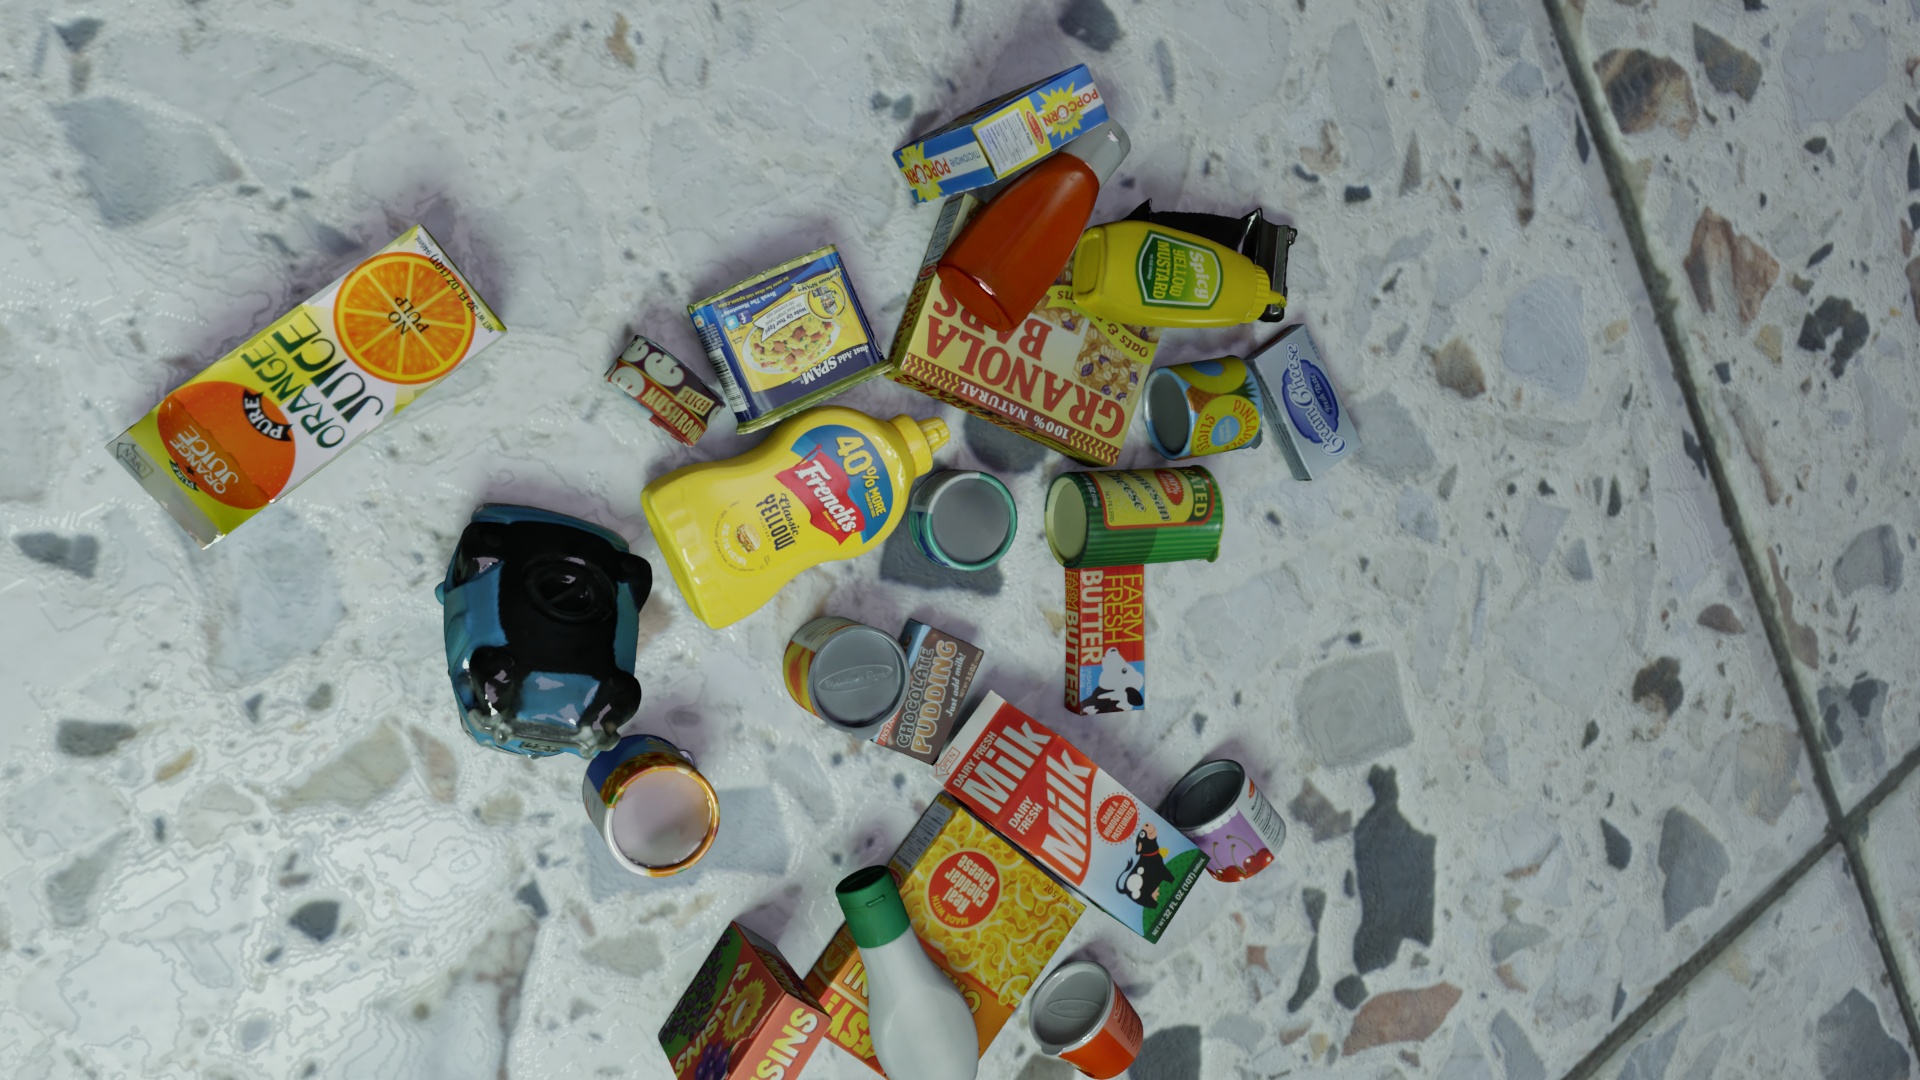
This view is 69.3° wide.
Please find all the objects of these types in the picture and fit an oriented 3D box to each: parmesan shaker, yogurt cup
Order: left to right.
[{"bbox_3d":[0.089,0.331,0.950,0.072,0.072,0.054,-47,117,-13],"label":"yogurt cup"},{"bbox_3d":[0.117,-0.014,0.936,0.103,0.071,0.071,-4,95,-23],"label":"parmesan shaker"}]

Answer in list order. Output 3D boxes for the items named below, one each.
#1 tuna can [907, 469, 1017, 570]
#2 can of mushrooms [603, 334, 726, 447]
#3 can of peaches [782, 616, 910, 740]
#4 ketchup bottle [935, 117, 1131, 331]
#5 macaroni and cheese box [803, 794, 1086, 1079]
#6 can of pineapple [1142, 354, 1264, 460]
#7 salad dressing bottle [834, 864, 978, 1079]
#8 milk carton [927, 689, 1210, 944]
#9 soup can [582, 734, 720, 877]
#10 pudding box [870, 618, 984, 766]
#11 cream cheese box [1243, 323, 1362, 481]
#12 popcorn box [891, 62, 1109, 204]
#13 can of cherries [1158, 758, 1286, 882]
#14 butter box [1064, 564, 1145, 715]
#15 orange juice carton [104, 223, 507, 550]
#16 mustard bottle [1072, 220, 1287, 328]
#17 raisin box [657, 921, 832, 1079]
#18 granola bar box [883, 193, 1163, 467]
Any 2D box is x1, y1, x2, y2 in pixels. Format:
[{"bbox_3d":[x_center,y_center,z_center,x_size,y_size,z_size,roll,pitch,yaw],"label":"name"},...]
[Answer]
[{"bbox_3d":[0.003,-0.011,0.908,0.071,0.033,0.071,-1,94,-23],"label":"tuna can"},{"bbox_3d":[-0.171,-0.086,0.809,0.071,0.071,0.033,41,80,-20],"label":"can of mushrooms"},{"bbox_3d":[-0.072,0.085,0.869,0.071,0.058,0.071,-2,95,-24],"label":"can of peaches"},{"bbox_3d":[0.052,-0.204,0.868,0.064,0.043,0.149,43,74,-19],"label":"ketchup bottle"},{"bbox_3d":[-0.014,0.272,0.915,0.123,0.040,0.167,41,77,-19],"label":"macaroni and cheese box"},{"bbox_3d":[0.166,-0.090,0.953,0.058,0.071,0.071,-11,98,-21],"label":"can of pineapple"},{"bbox_3d":[-0.035,0.274,0.860,0.064,0.044,0.147,-23,99,-18],"label":"salad dressing bottle"},{"bbox_3d":[0.067,0.181,0.925,0.190,0.073,0.072,41,78,-20],"label":"milk carton"},{"bbox_3d":[-0.179,0.152,0.813,0.071,0.084,0.071,-2,94,-23],"label":"soup can"},{"bbox_3d":[-0.025,0.098,0.904,0.049,0.030,0.084,26,83,-21],"label":"pudding box"},{"bbox_3d":[0.247,-0.100,1.011,0.053,0.024,0.103,-34,105,-16],"label":"cream cheese box"},{"bbox_3d":[0.022,-0.247,0.851,0.085,0.127,0.038,-34,109,-17],"label":"popcorn box"},{"bbox_3d":[0.185,0.199,0.983,0.071,0.071,0.058,-44,109,-14],"label":"can of cherries"},{"bbox_3d":[0.100,0.067,0.959,0.053,0.024,0.103,-3,95,-23],"label":"butter box"},{"bbox_3d":[-0.342,-0.081,0.735,0.193,0.073,0.071,-41,108,-15],"label":"orange juice carton"},{"bbox_3d":[0.152,-0.169,0.911,0.160,0.049,0.065,3,91,-25],"label":"mustard bottle"},{"bbox_3d":[-0.130,0.288,0.821,0.040,0.123,0.086,38,80,-21],"label":"raisin box"},{"bbox_3d":[0.046,-0.135,0.914,0.165,0.039,0.124,22,83,-23],"label":"granola bar box"}]
